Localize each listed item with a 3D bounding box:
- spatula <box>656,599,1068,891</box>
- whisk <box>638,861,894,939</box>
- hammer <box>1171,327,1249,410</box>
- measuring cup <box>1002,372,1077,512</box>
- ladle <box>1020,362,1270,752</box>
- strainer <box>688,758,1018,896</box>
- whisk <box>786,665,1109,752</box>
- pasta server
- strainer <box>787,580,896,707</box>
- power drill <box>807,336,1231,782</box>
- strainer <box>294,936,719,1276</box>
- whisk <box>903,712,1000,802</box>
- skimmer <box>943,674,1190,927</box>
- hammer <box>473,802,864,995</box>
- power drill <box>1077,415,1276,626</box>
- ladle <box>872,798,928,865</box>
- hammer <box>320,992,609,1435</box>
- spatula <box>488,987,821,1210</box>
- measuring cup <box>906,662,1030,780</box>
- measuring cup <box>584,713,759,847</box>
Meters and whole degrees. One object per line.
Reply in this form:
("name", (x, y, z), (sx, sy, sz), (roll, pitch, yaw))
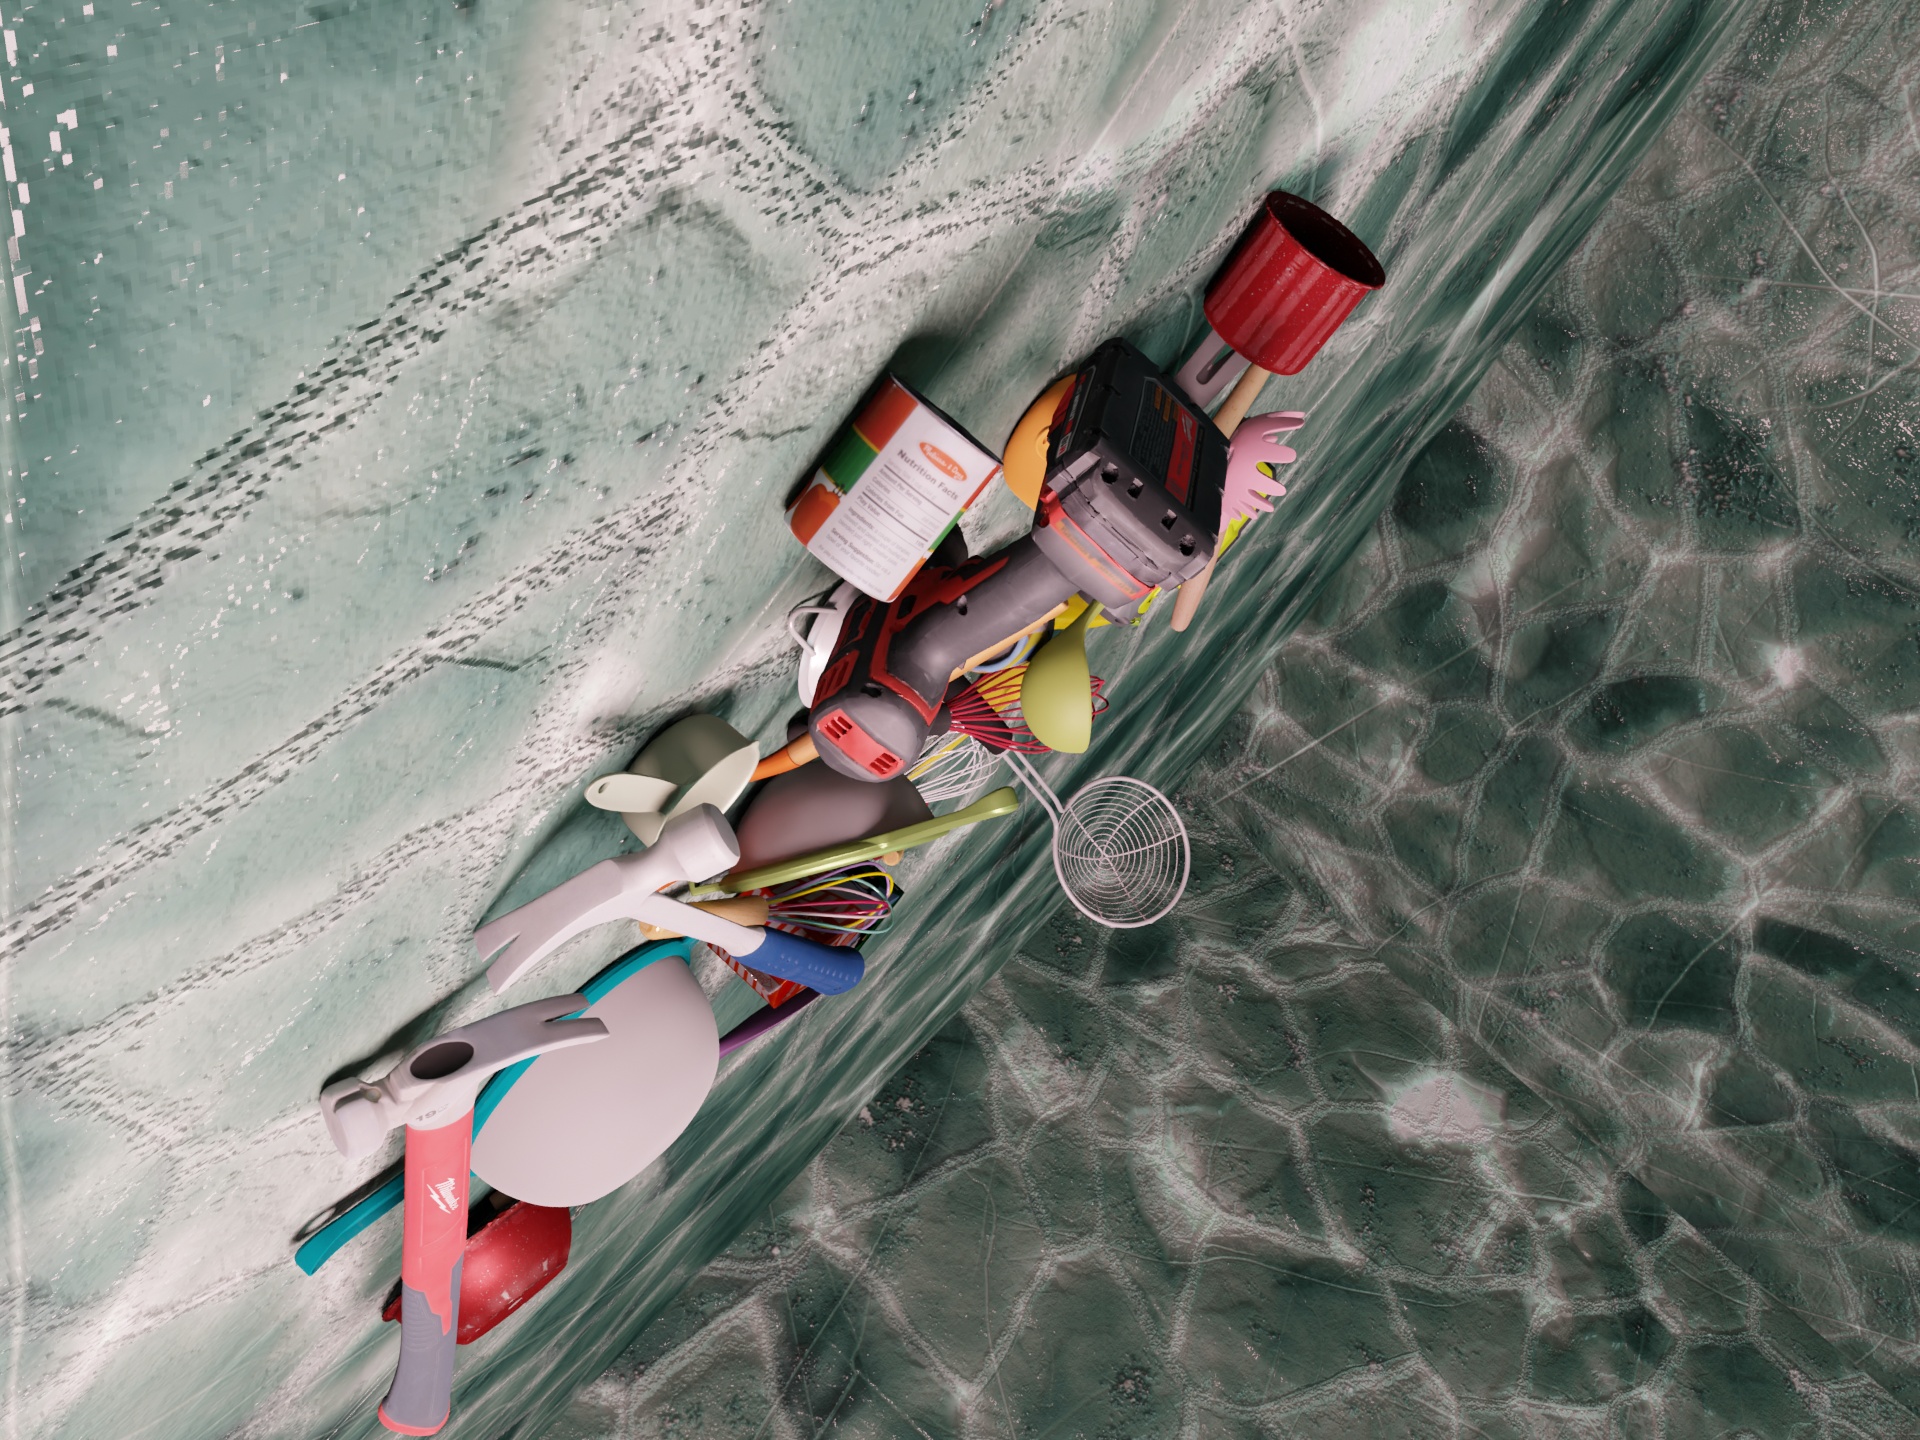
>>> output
("spatula", (-0.070, 0.016, 0.899), (0.322, 0.041, 0.081), (-30, 177, 23))
("whisk", (-0.125, 0.132, 1.088), (0.047, 0.051, 0.244), (-30, 162, 32))
("hammer", (0.126, -0.157, 0.970), (0.146, 0.035, 0.335), (-50, -172, 22))
("measuring cup", (0.052, -0.162, 0.902), (0.095, 0.052, 0.173), (-52, 166, 12))
("ladle", (0.138, -0.119, 1.066), (0.320, 0.062, 0.078), (-56, -178, -10))
("strainer", (-0.056, 0.048, 0.971), (0.151, 0.069, 0.256), (-13, 175, -39))
("whisk", (-0.002, -0.003, 1.067), (0.295, 0.073, 0.073), (-8, 141, -47))
("pasta server", (0.175, -0.119, 1.063), (0.316, 0.040, 0.060), (92, 14, -72))
("strainer", (-0.048, -0.040, 0.959), (0.087, 0.050, 0.258), (-64, 171, 2))
("power drill", (0.022, -0.085, 0.785), (0.226, 0.080, 0.188), (-36, -156, 36))
("strainer", (-0.262, 0.274, 1.022), (0.211, 0.095, 0.340), (-56, 168, 31))
("whisk", (-0.065, 0.057, 1.177), (0.284, 0.070, 0.070), (-28, 157, -47))
("skimmer", (0.081, 0.049, 1.235), (0.362, 0.090, 0.127), (48, 60, -52))
("hammer", (-0.137, 0.131, 0.943), (0.144, 0.035, 0.405), (-27, 162, 5))
("power drill", (0.175, -0.160, 1.212), (0.171, 0.080, 0.223), (-49, 176, 17))
("ladle", (-0.051, 0.091, 1.237), (0.069, 0.031, 0.315), (-50, -178, 0))
("hammer", (-0.291, 0.305, 0.924), (0.143, 0.038, 0.386), (-19, 142, -36))
("spatula", (-0.221, 0.278, 1.228), (0.316, 0.018, 0.060), (-33, -169, -16))
("measuring cup", (0.002, -0.003, 1.311), (0.156, 0.029, 0.062), (-40, 171, 14))
("measuring cup", (-0.154, 0.027, 0.782), (0.083, 0.038, 0.167), (-50, 166, 5))
